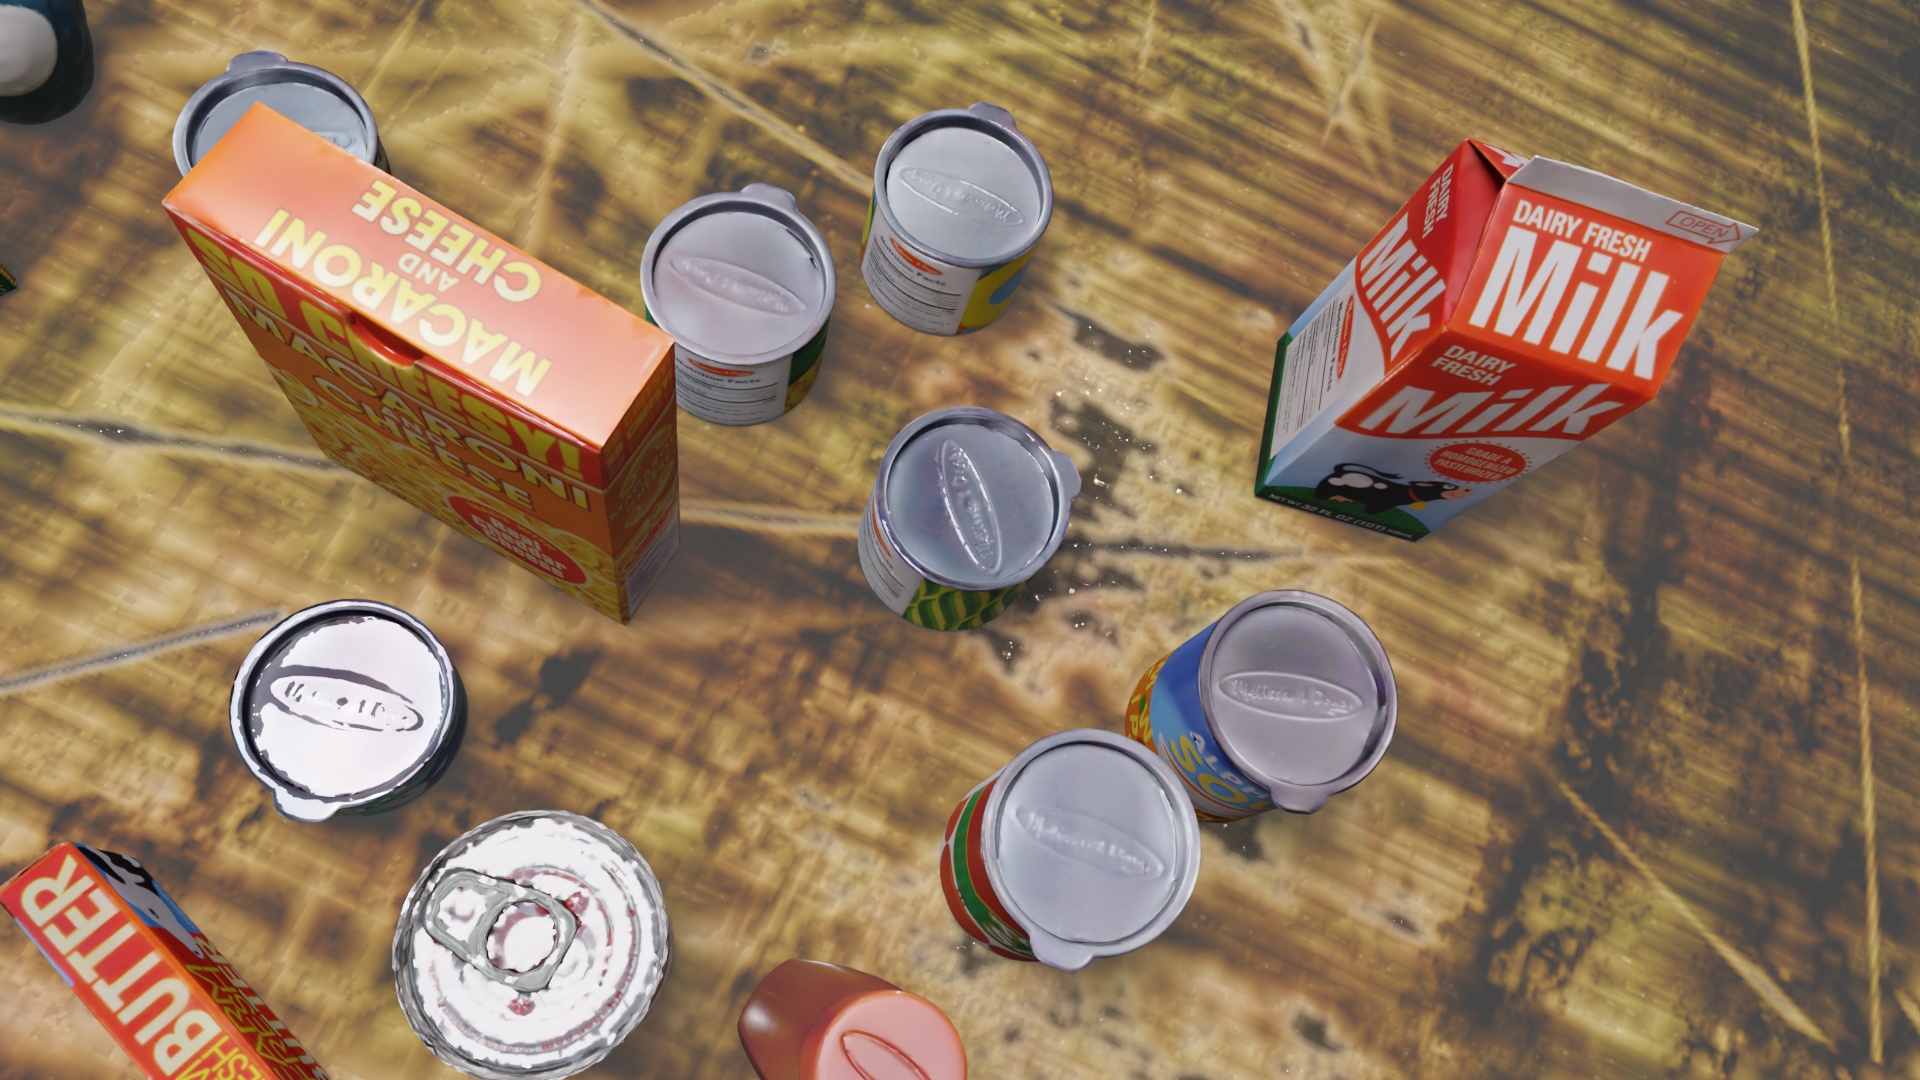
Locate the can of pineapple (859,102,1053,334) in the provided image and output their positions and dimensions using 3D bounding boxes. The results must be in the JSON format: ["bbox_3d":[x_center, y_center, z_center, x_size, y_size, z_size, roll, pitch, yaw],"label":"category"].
[{"bbox_3d":[-0.002,-0.121,0.528,0.071,0.057,0.071,3,71,-10],"label":"can of pineapple"}]

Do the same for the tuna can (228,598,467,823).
[{"bbox_3d":[-0.194,0.057,0.444,0.071,0.032,0.071,3,71,-10],"label":"tuna can"}]

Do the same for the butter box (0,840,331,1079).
[{"bbox_3d":[-0.226,0.133,0.401,0.103,0.053,0.024,45,70,6],"label":"butter box"}]

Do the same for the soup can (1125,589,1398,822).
[{"bbox_3d":[0.098,0.062,0.472,0.071,0.083,0.071,3,71,-10],"label":"soup can"}]

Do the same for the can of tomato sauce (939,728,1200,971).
[{"bbox_3d":[0.031,0.102,0.446,0.071,0.082,0.071,3,71,-10],"label":"can of tomato sauce"}]

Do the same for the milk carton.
[{"bbox_3d":[0.173,-0.068,0.473,0.072,0.190,0.073,16,70,-6],"label":"milk carton"}]

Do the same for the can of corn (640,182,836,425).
[{"bbox_3d":[-0.079,-0.084,0.500,0.071,0.058,0.071,3,71,-10],"label":"can of corn"}]

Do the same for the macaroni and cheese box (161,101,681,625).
[{"bbox_3d":[-0.146,-0.039,0.414,0.124,0.166,0.040,30,69,0],"label":"macaroni and cheese box"}]

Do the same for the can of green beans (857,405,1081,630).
[{"bbox_3d":[-0.001,-0.006,0.489,0.071,0.057,0.071,3,71,-10],"label":"can of green beans"}]

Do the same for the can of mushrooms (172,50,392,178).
[{"bbox_3d":[-0.242,-0.137,0.500,0.071,0.033,0.071,3,71,-10],"label":"can of mushrooms"}]

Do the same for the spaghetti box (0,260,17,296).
[{"bbox_3d":[-0.413,-0.180,0.472,0.029,0.050,0.250,-39,82,-20],"label":"spaghetti box"}]

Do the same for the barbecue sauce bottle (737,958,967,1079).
[{"bbox_3d":[-0.029,0.144,0.385,0.065,0.148,0.044,38,69,3],"label":"barbecue sauce bottle"}]
